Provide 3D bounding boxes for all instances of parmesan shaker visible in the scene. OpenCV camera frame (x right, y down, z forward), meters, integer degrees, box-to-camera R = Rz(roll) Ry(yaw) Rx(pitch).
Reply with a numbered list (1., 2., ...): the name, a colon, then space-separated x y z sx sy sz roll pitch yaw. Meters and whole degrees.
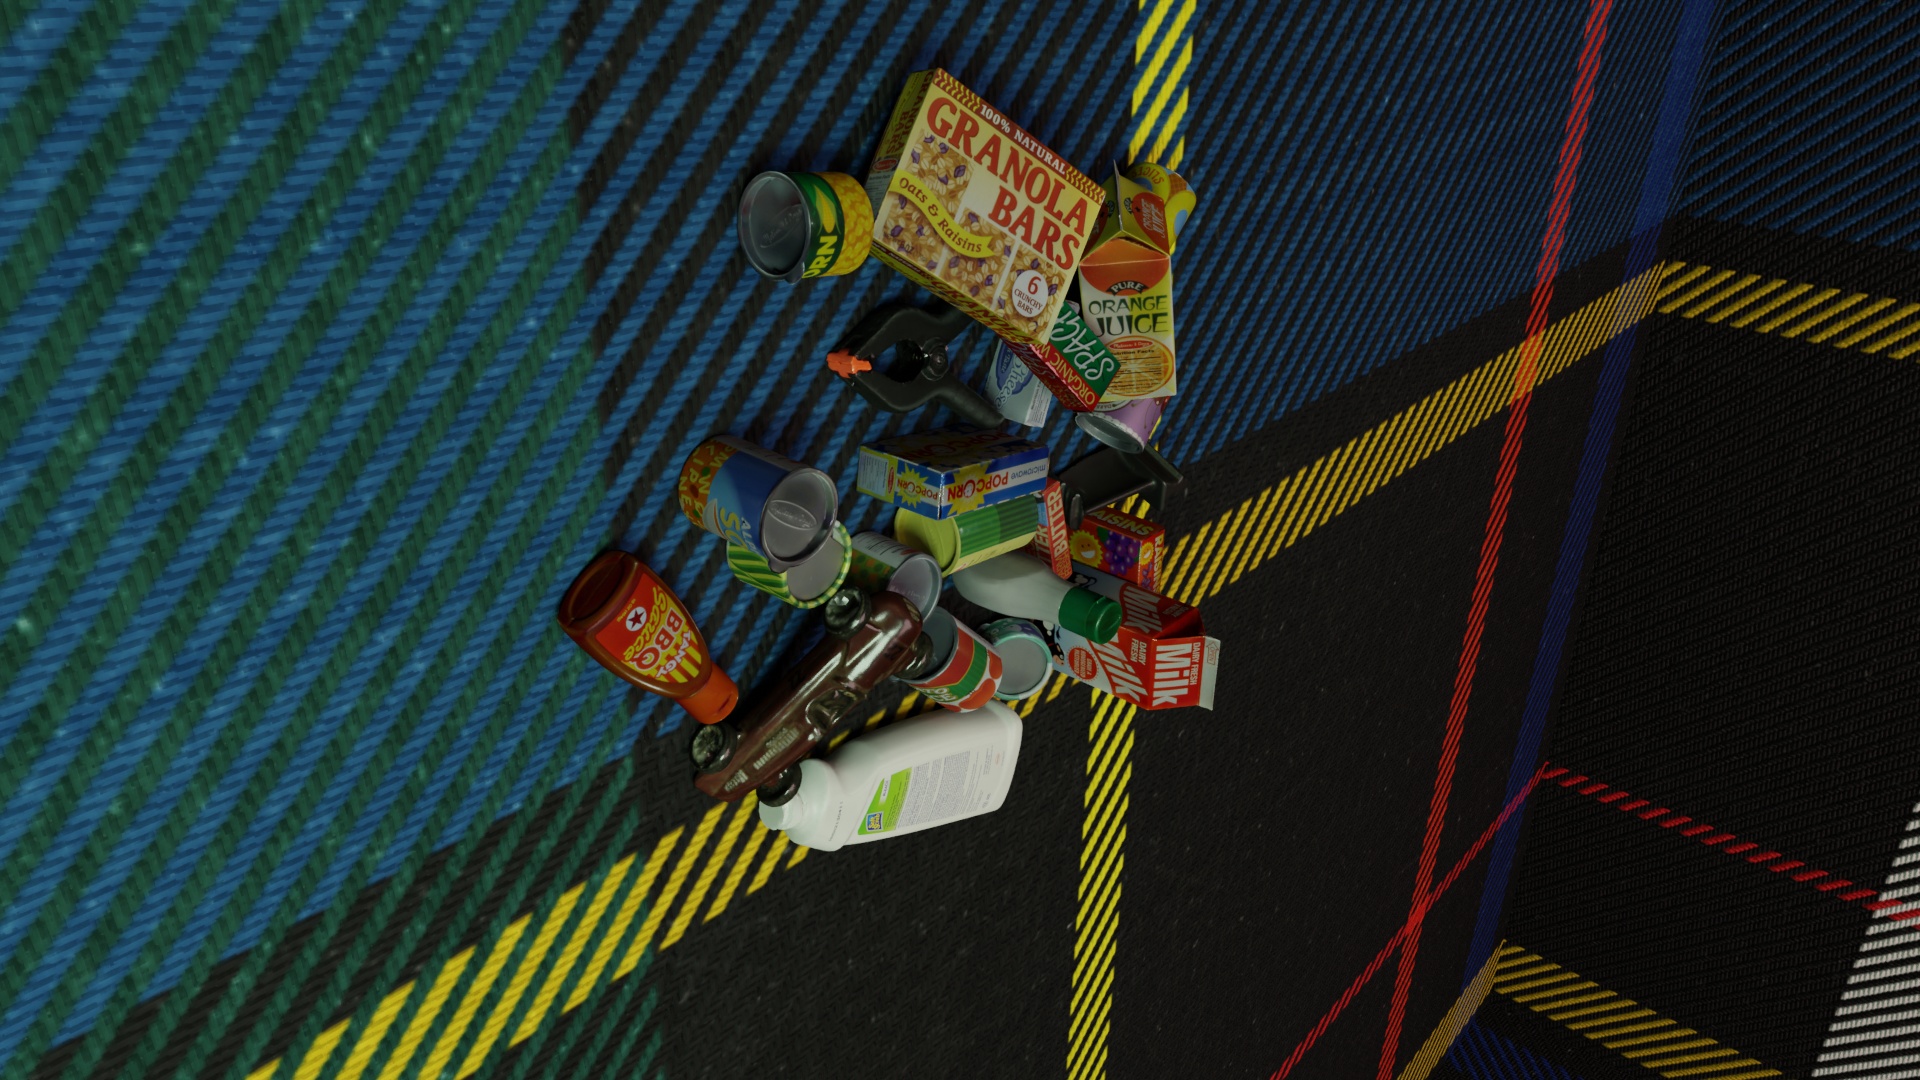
1. parmesan shaker: 0.004 -0.014 1.097 0.103 0.071 0.071 -20 123 -48

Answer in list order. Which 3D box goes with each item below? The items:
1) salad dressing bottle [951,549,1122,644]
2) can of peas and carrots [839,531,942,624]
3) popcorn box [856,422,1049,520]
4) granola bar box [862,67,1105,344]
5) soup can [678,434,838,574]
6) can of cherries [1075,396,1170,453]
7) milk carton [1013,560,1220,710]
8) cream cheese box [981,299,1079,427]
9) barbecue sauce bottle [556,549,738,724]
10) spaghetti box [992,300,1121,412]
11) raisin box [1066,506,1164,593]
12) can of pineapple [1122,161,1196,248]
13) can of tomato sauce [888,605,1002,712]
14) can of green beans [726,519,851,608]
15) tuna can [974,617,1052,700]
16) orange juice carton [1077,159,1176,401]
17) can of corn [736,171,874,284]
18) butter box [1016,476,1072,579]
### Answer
1. salad dressing bottle: 0.061 0.042 1.126 0.064 0.148 0.043 -29 129 -41
2. can of peas and carrots: -0.058 0.035 1.046 0.071 0.059 0.070 -28 129 -41
3. popcorn box: -0.004 -0.054 1.047 0.127 0.085 0.038 -17 120 -46
4. granola bar box: 0.013 -0.225 0.952 0.165 0.039 0.124 25 83 -37
5. soup can: -0.133 -0.024 0.899 0.072 0.084 0.071 -27 127 -42
6. can of cherries: 0.141 -0.118 1.217 0.058 0.071 0.071 -62 143 -9
7. milk carton: 0.141 0.085 1.213 0.074 0.191 0.072 -27 128 -42
8. cream cheese box: 0.054 -0.145 1.103 0.024 0.053 0.103 9 100 -51
9. barbecue sauce bottle: -0.195 0.070 0.901 0.065 0.044 0.148 -56 142 -19
10. spaghetti box: 0.032 -0.186 1.019 0.249 0.028 0.050 42 73 -35
11. raisin box: 0.140 0.035 1.275 0.040 0.086 0.122 -27 127 -41
12. can of pineapple: 0.154 -0.273 1.154 0.058 0.071 0.071 -61 143 -11
13. can of tomato sauce: -0.013 0.099 1.129 0.071 0.071 0.083 -62 144 -9
14. can of green beans: -0.117 0.008 0.957 0.071 0.058 0.071 -27 128 -42
15. tuna can: 0.043 0.102 1.205 0.071 0.033 0.070 -4 113 -10
16. orange juice carton: 0.132 -0.205 1.114 0.191 0.073 0.072 77 12 -49
17. can of corn: -0.096 -0.196 0.873 0.058 0.071 0.071 -17 121 -47
18. butter box: 0.063 -0.013 1.182 0.024 0.053 0.103 -38 134 -32
